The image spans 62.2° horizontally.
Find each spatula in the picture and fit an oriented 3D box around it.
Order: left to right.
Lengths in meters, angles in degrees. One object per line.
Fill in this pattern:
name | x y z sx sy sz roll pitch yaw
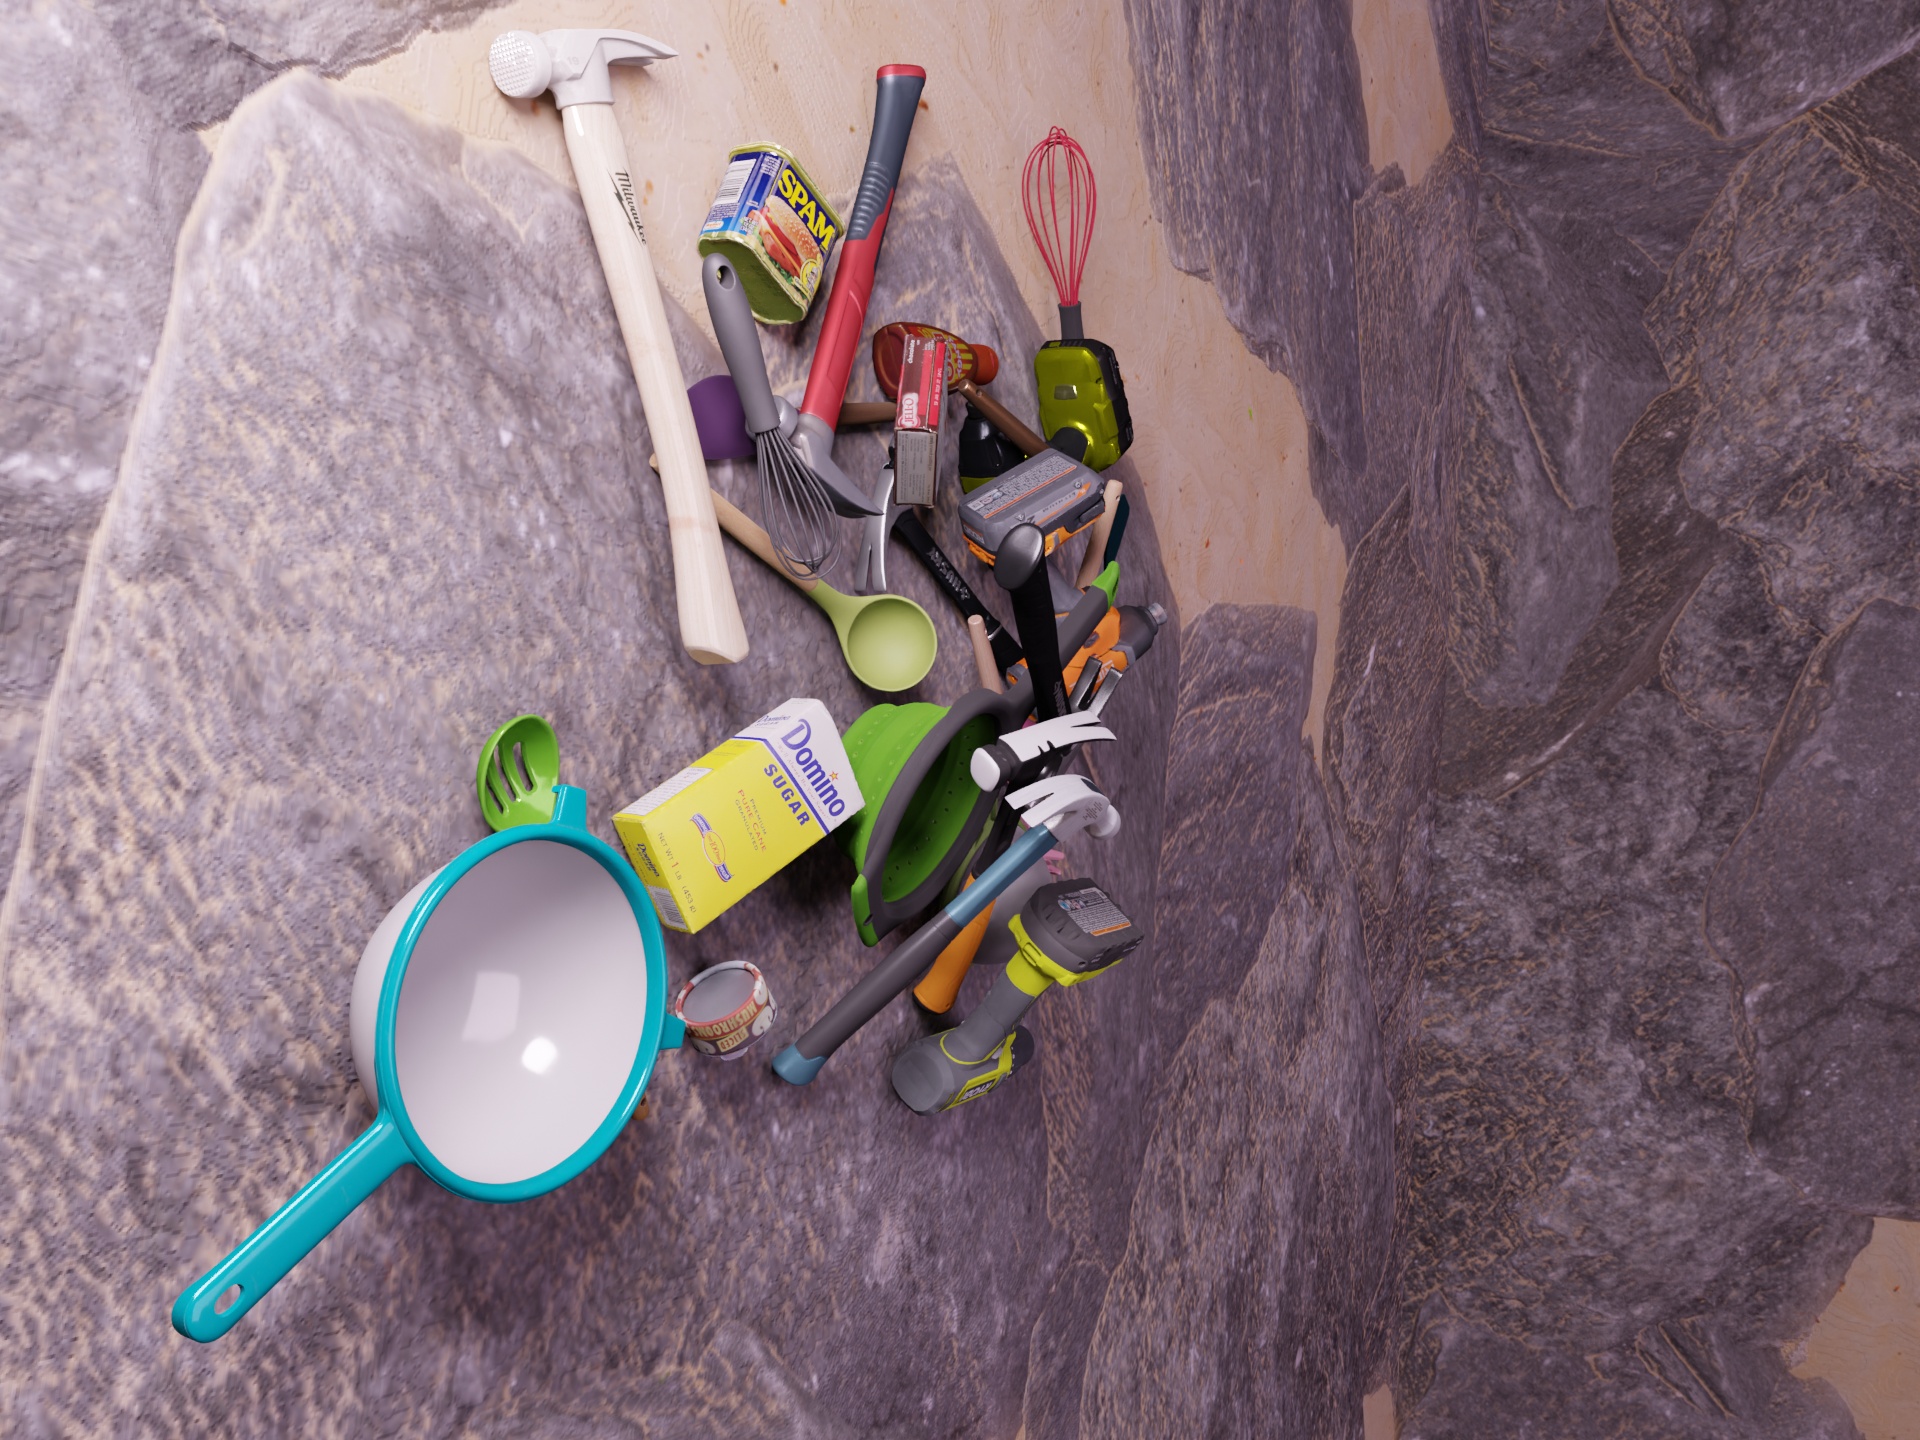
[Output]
spatula | -0.113 -0.239 1.237 0.316 0.018 0.059 -20 106 -57
spatula | 0.084 -0.223 1.443 0.317 0.044 0.082 32 72 -48

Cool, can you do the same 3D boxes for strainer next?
strainer | -0.304 0.196 0.872 0.340 0.095 0.210 -46 128 -46
strainer | 0.045 0.121 1.426 0.151 0.069 0.256 -40 140 -45

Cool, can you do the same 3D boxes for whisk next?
whisk | -0.133 -0.207 1.103 0.055 0.055 0.238 -50 133 -46
whisk | 0.105 -0.427 1.557 0.073 0.073 0.295 -46 136 -49

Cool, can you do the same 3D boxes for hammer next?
hammer | -0.196 -0.238 1.053 0.146 0.038 0.410 -36 119 -55
hammer | -0.072 -0.351 1.255 0.143 0.038 0.386 39 56 -50
hammer | -0.014 0.164 1.238 0.331 0.033 0.128 -43 151 0
hammer | 0.019 -0.087 1.458 0.408 0.036 0.149 49 52 -50
hammer | 0.025 0.130 1.315 0.127 0.034 0.336 -18 143 -36
hammer | 0.067 -0.050 1.222 0.146 0.035 0.334 -55 158 -18

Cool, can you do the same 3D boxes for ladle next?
ladle | -0.120 -0.112 1.199 0.078 0.062 0.319 -60 141 -7

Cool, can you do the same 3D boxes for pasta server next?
pasta server | 0.052 0.028 1.487 0.060 0.040 0.315 -75 157 -46

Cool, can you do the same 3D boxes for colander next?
colander | -0.002 -0.004 1.303 0.397 0.094 0.204 -52 158 -27

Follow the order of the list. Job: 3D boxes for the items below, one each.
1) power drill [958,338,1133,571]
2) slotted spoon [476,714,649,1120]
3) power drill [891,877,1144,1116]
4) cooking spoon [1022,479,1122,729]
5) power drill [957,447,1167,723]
power drill | 0.076 -0.264 1.502 0.223 0.080 0.171 -51 135 -41
slotted spoon | -0.250 0.136 1.025 0.070 0.031 0.313 -46 132 -48
power drill | 0.057 0.248 1.416 0.228 0.080 0.190 -53 156 20
cooking spoon | 0.101 -0.074 1.506 0.068 0.017 0.318 -10 122 -50
power drill | 0.099 -0.123 1.421 0.164 0.084 0.226 -31 127 -14
